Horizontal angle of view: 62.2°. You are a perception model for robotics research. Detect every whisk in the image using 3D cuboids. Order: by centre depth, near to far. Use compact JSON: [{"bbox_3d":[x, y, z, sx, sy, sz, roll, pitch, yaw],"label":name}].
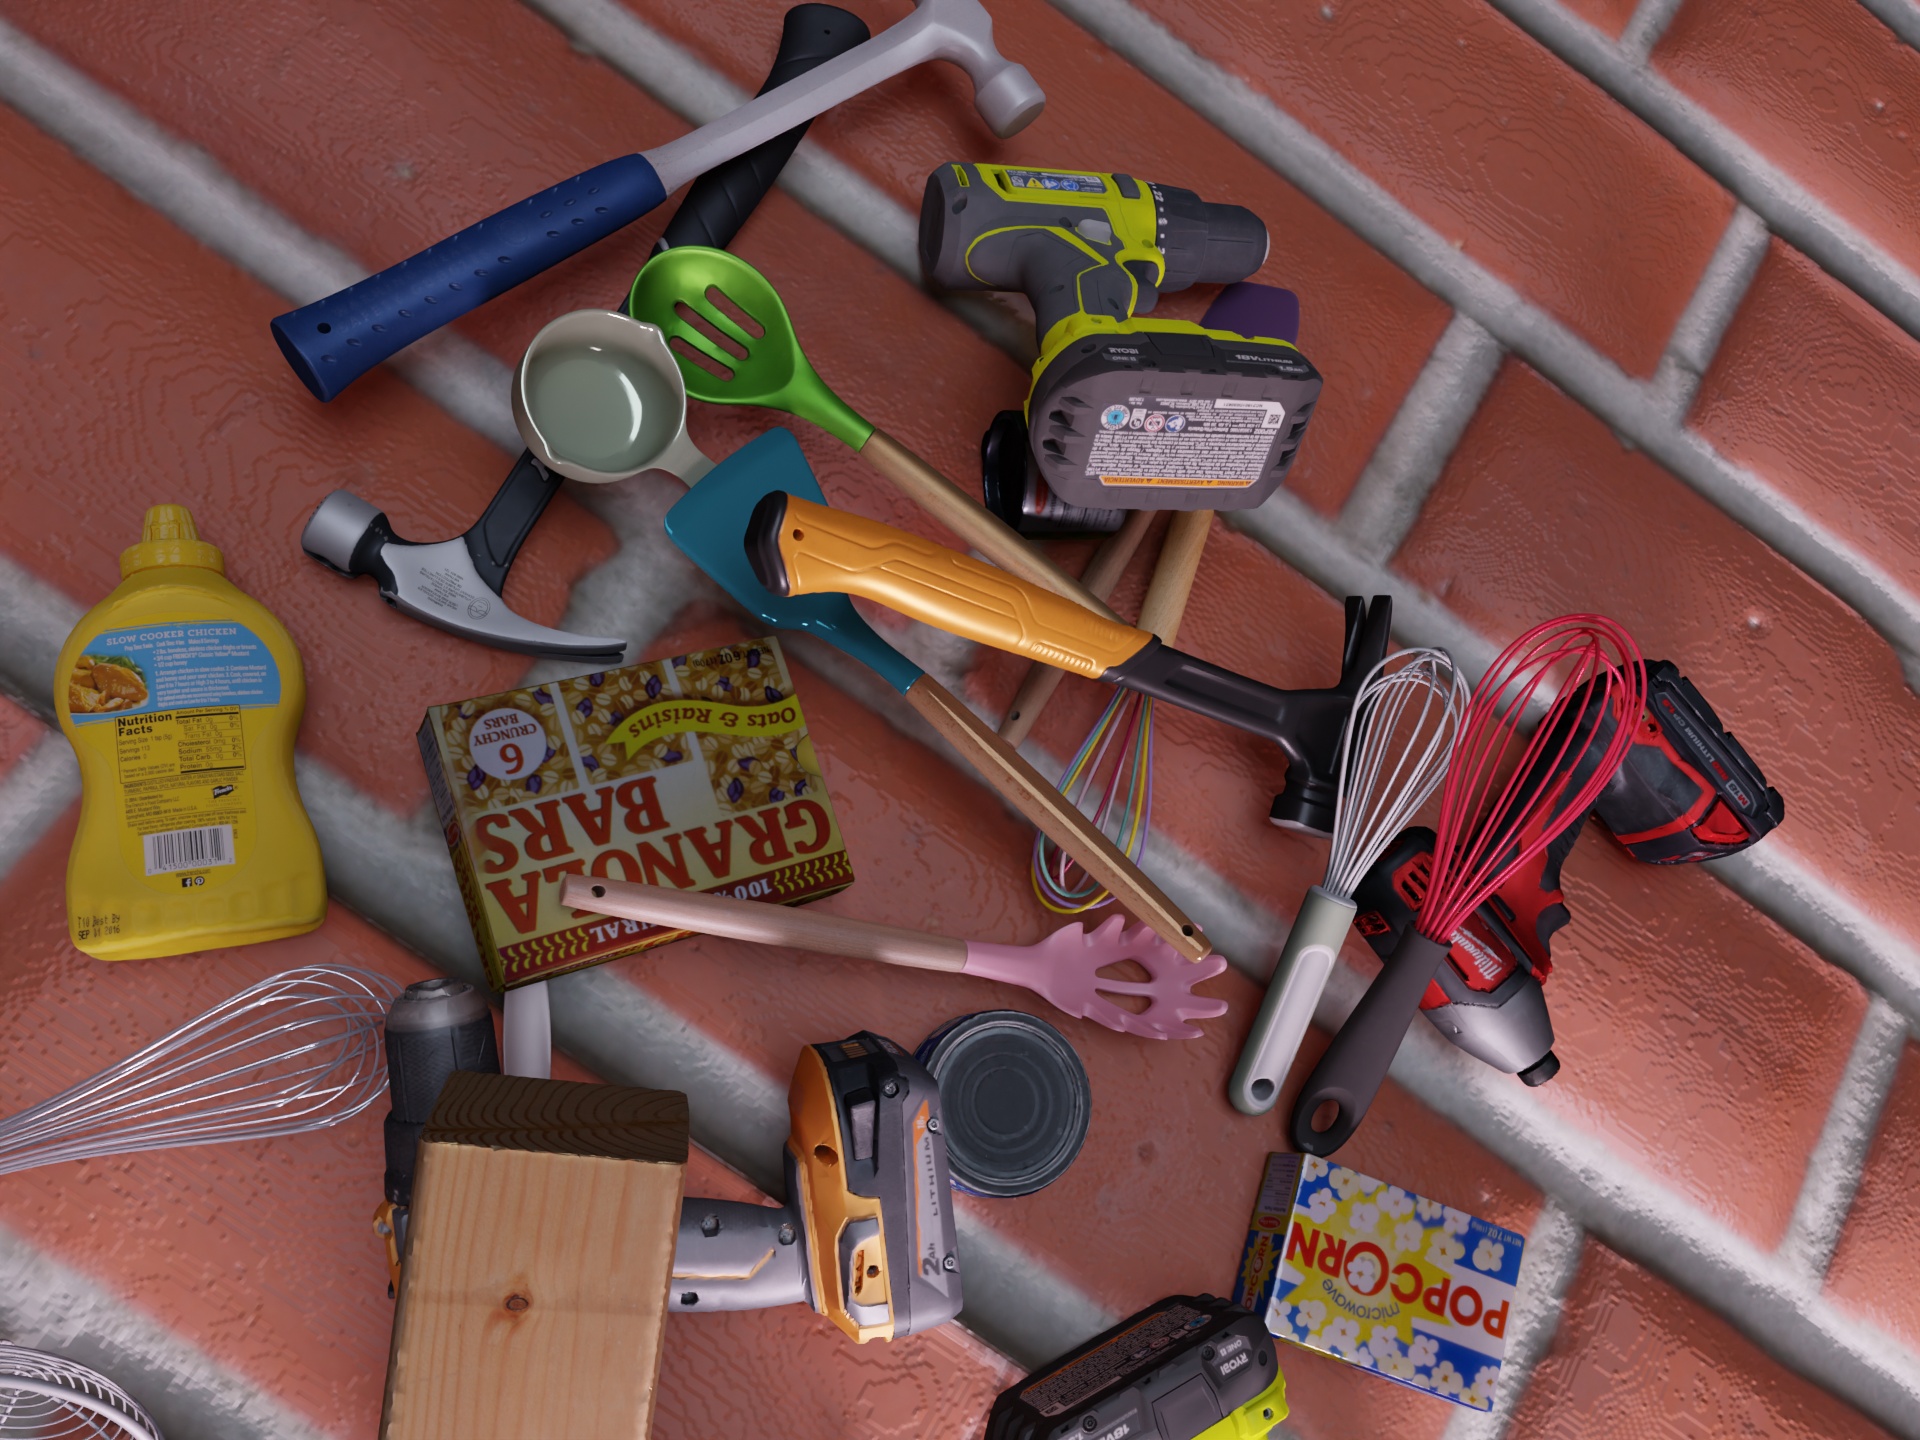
[{"bbox_3d":[-0.358,0.163,0.625,0.284,0.070,0.070,-17,81,-15],"label":"whisk"},{"bbox_3d":[0.230,0.084,0.749,0.073,0.073,0.295,22,105,-9],"label":"whisk"},{"bbox_3d":[0.184,0.079,0.770,0.057,0.059,0.246,21,94,-14],"label":"whisk"},{"bbox_3d":[0.085,-0.014,0.809,0.051,0.047,0.245,29,65,-20],"label":"whisk"}]

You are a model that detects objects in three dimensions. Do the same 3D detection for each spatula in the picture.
[{"bbox_3d":[-0.001,-0.002,0.738,0.317,0.044,0.082,43,63,6],"label":"spatula"},{"bbox_3d":[0.100,-0.116,0.845,0.060,0.018,0.316,21,69,28],"label":"spatula"}]

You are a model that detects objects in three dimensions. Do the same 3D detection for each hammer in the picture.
[{"bbox_3d":[0.060,-0.044,0.739,0.336,0.034,0.127,17,86,-26],"label":"hammer"},{"bbox_3d":[-0.146,-0.274,0.776,0.405,0.035,0.144,-37,90,-23],"label":"hammer"},{"bbox_3d":[-0.148,-0.210,0.796,0.149,0.036,0.409,30,69,-8],"label":"hammer"}]

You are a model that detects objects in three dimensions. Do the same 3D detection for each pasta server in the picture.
[{"bbox_3d":[-0.021,0.100,0.715,0.316,0.040,0.060,13,65,-24],"label":"pasta server"}]

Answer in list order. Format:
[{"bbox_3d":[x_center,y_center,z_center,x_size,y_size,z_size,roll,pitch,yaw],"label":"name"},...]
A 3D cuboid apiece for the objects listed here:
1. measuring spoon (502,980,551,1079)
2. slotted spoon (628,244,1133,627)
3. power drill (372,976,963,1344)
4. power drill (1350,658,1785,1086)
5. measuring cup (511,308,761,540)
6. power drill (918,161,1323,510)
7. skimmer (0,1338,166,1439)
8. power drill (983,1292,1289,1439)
[{"bbox_3d":[-0.195,0.118,0.707,0.034,0.018,0.124,1,82,-24],"label":"measuring spoon"},{"bbox_3d":[-0.026,-0.118,0.773,0.313,0.031,0.070,37,86,-5],"label":"slotted spoon"},{"bbox_3d":[-0.123,0.185,0.656,0.226,0.084,0.185,-8,94,-15],"label":"power drill"},{"bbox_3d":[0.314,0.079,0.831,0.219,0.078,0.143,-36,86,-18],"label":"power drill"},{"bbox_3d":[-0.136,-0.119,0.745,0.167,0.038,0.083,41,68,-23],"label":"measuring cup"},{"bbox_3d":[0.093,-0.205,0.802,0.190,0.080,0.229,-1,45,-16],"label":"power drill"},{"bbox_3d":[-0.423,0.373,0.529,0.127,0.090,0.363,47,67,-34],"label":"skimmer"},{"bbox_3d":[0.105,0.385,0.687,0.171,0.080,0.223,-22,85,-20],"label":"power drill"}]
